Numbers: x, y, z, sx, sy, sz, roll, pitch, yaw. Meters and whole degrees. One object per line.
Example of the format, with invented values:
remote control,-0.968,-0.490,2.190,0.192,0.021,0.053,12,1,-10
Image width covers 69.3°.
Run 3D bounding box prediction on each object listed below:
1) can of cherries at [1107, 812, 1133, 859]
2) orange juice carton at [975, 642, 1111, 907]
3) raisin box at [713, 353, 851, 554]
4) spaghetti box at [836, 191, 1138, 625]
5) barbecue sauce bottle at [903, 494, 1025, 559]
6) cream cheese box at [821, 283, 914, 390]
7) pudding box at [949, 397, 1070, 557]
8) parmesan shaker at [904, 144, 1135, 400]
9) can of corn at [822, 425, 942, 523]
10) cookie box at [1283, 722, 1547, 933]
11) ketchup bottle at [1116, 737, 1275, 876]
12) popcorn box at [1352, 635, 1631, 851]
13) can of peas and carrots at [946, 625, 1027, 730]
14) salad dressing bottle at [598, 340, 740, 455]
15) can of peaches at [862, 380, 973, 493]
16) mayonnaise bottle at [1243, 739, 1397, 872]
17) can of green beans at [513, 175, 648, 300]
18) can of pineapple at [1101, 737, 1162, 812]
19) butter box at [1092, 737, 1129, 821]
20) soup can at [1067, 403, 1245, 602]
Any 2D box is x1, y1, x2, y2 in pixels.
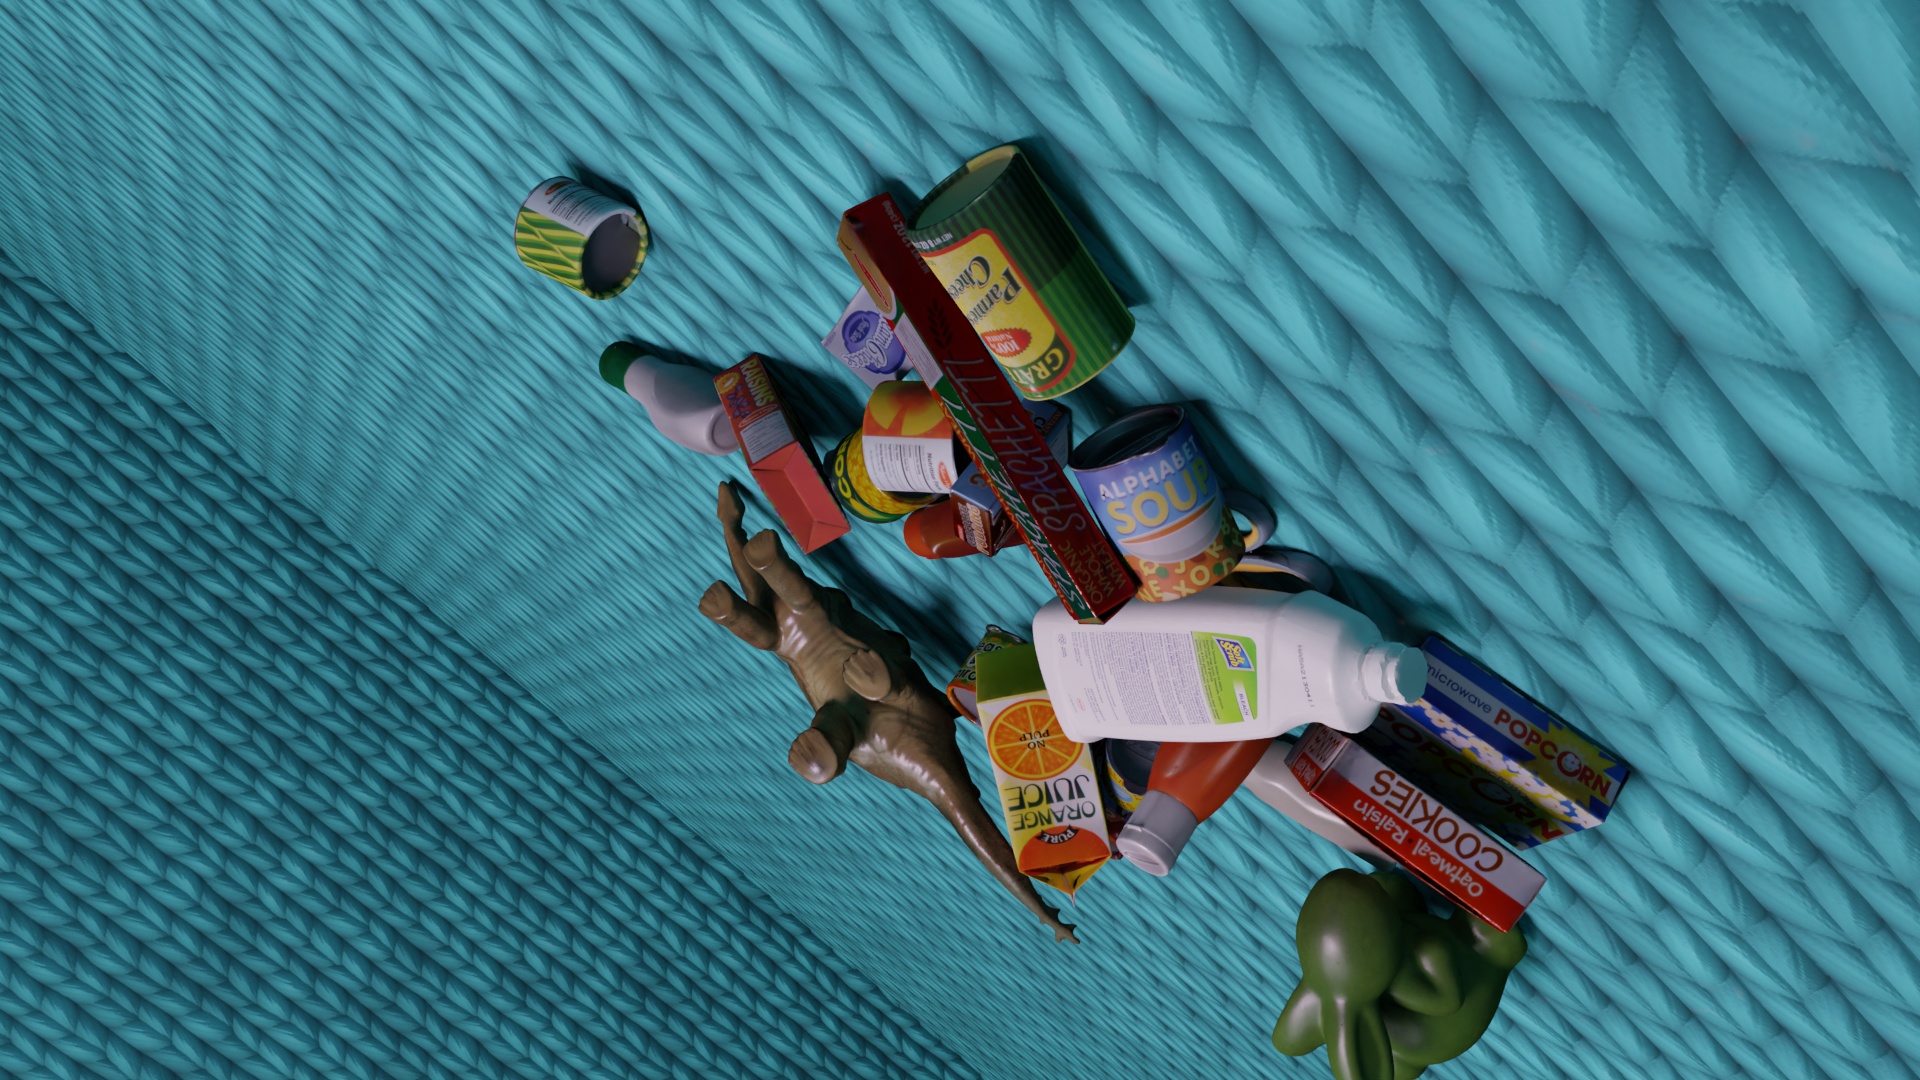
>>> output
can of cherries,0.125,0.226,1.162,0.071,0.058,0.071,31,155,17
orange juice carton,0.066,0.176,1.034,0.073,0.072,0.191,-11,114,5
raisin box,-0.123,-0.061,0.949,0.085,0.040,0.124,60,179,-40
spaghetti box,0.013,-0.066,0.734,0.250,0.029,0.050,58,169,-1
barbecue sauce bottle,0.003,-0.011,0.912,0.148,0.065,0.043,166,97,-68
cream cheese box,-0.044,-0.123,0.817,0.053,0.024,0.103,40,156,-7
pudding box,0.029,-0.038,0.794,0.030,0.084,0.049,29,155,20
parmesan shaker,0.027,-0.126,0.663,0.071,0.071,0.103,1,136,53
can of corn,-0.046,-0.049,0.898,0.071,0.071,0.058,43,154,-12
cookie box,0.253,0.158,0.800,0.123,0.040,0.167,35,-177,9
ketchup bottle,0.149,0.136,0.859,0.064,0.149,0.043,3,137,51
popcorn box,0.285,0.113,0.765,0.127,0.038,0.085,35,156,6
can of peas and carrots,0.029,0.111,1.091,0.071,0.059,0.070,30,154,16
salad dressing bottle,-0.216,-0.110,1.041,0.148,0.064,0.043,30,137,37
can of peaches,-0.018,-0.062,0.814,0.058,0.071,0.071,3,143,20
mayonnaise bottle,0.231,0.166,0.932,0.148,0.041,0.064,30,162,20
can of green beans,-0.249,-0.199,0.916,0.058,0.071,0.071,28,154,21
can of pineapple,0.137,0.164,1.022,0.071,0.071,0.057,30,155,17
butter box,0.101,0.171,1.106,0.103,0.053,0.024,40,154,-6
soup can,0.104,-0.019,0.723,0.071,0.071,0.083,-1,122,55
